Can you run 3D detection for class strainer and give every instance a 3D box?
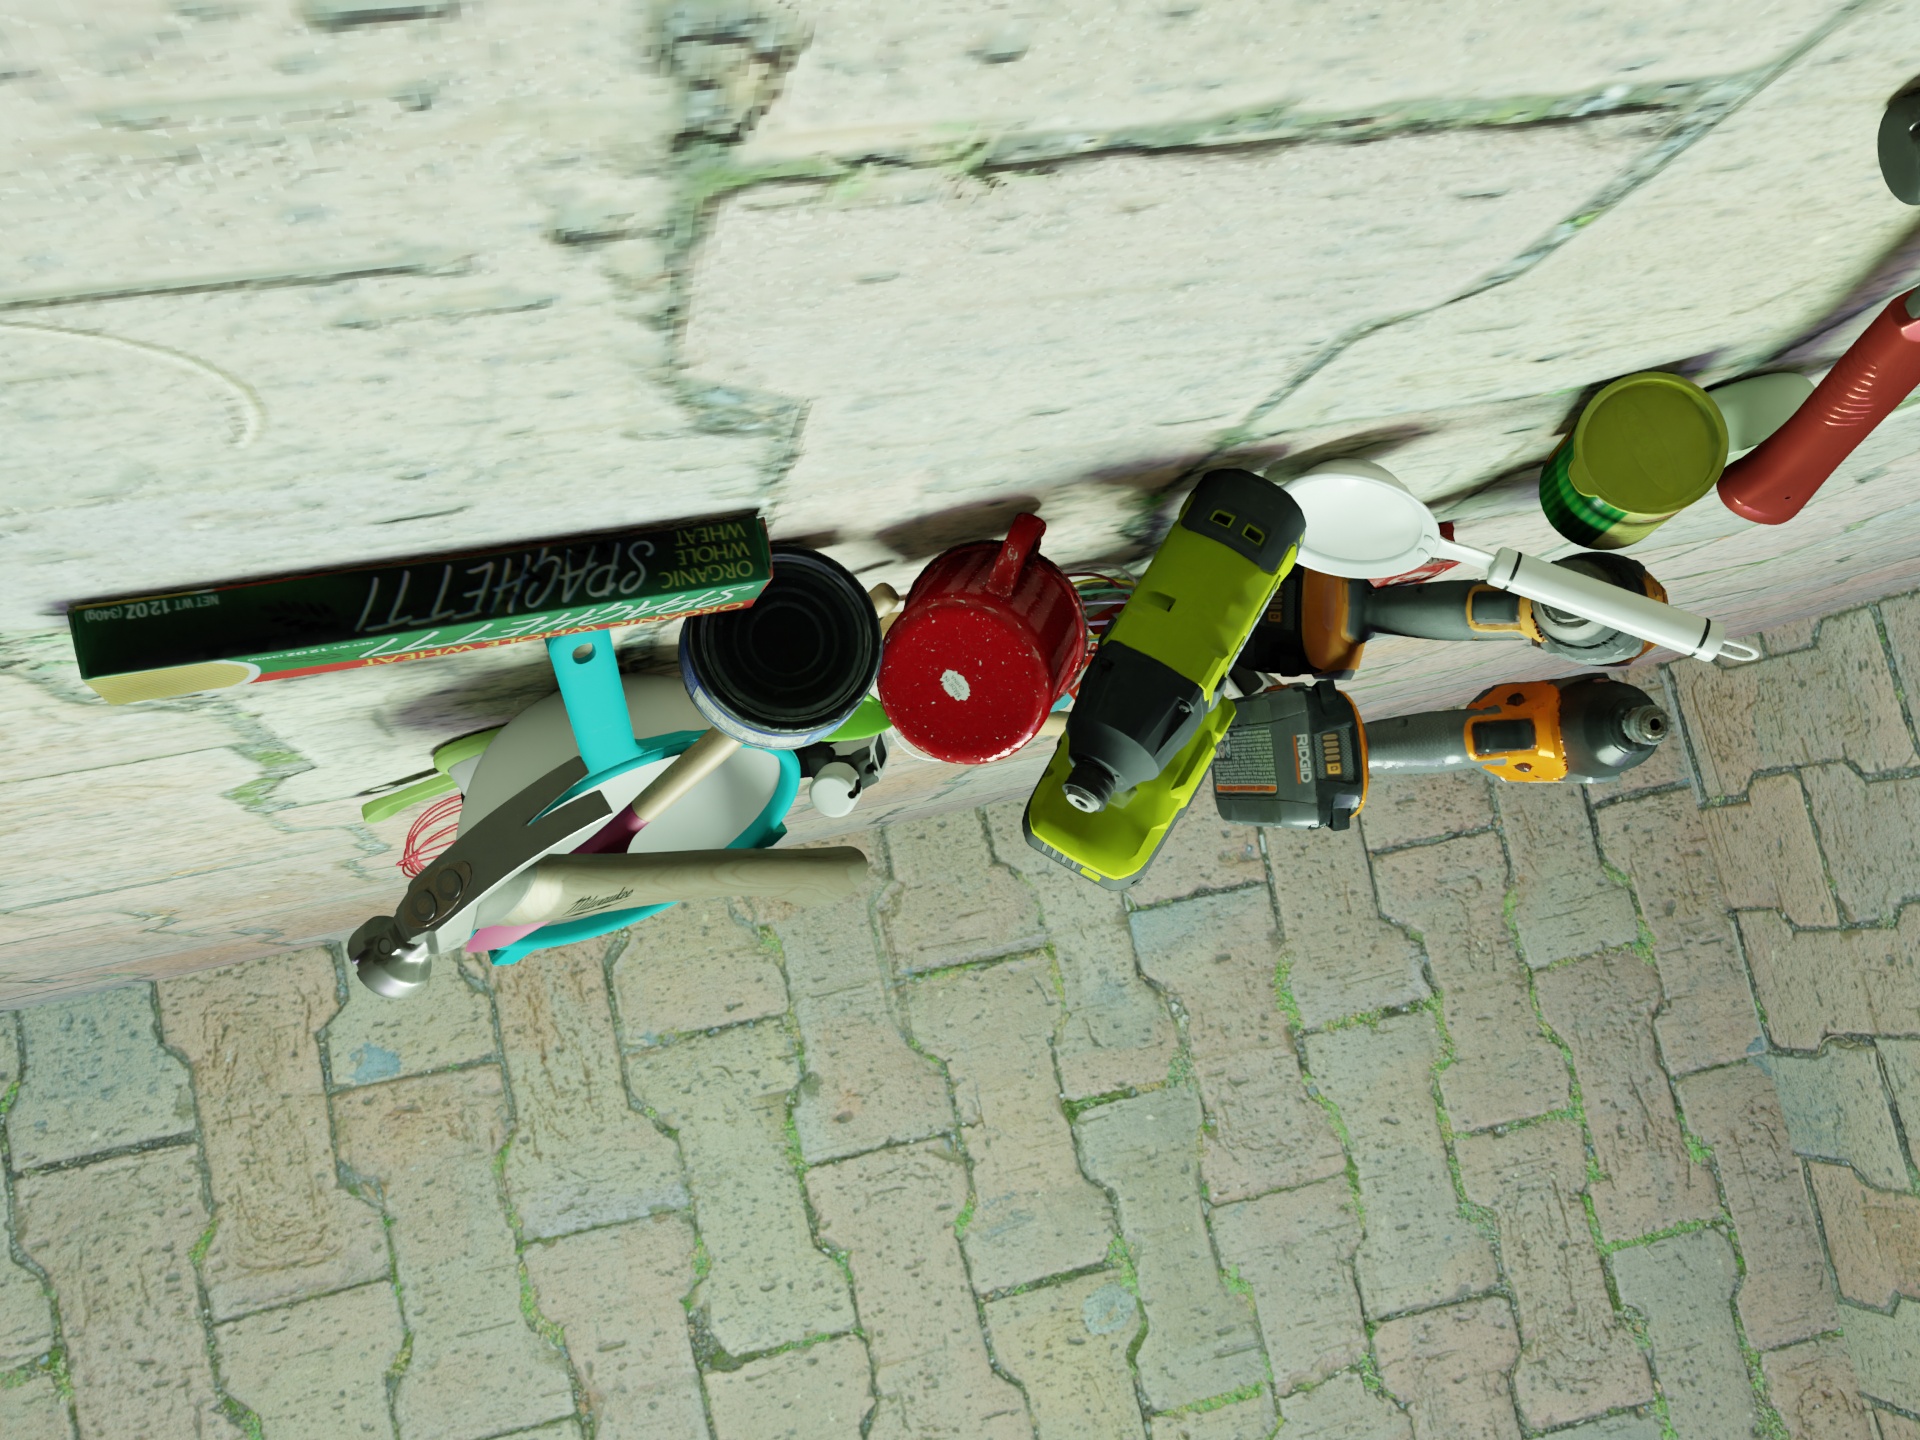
[{"bbox_3d":[0.250,-0.076,0.756,0.258,0.050,0.086,21,157,8],"label":"strainer"},{"bbox_3d":[-0.201,0.008,0.861,0.211,0.095,0.340,-24,156,-17],"label":"strainer"},{"bbox_3d":[-0.306,0.055,1.065,0.256,0.069,0.151,-18,172,28],"label":"strainer"}]

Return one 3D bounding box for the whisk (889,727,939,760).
[{"bbox_3d":[0.081,-0.036,1.123,0.284,0.070,0.070,-16,174,-13],"label":"whisk"}]

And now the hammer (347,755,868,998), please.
[{"bbox_3d":[-0.144,0.082,0.885,0.146,0.038,0.410,-38,164,15],"label":"hammer"}]

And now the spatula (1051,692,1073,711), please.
[{"bbox_3d":[-0.012,-0.038,0.969,0.317,0.044,0.082,3,126,-42],"label":"spatula"}]

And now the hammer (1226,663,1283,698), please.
[{"bbox_3d":[0.218,-0.018,1.128,0.031,0.130,0.331,-37,167,11],"label":"hammer"}]

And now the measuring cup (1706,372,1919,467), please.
[{"bbox_3d":[0.439,-0.163,0.796,0.167,0.038,0.083,-17,172,20],"label":"measuring cup"}]

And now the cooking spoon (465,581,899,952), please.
[{"bbox_3d":[-0.148,0.032,0.826,0.319,0.017,0.068,-39,163,20],"label":"cooking spoon"}]

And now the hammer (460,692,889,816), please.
[{"bbox_3d":[-0.209,0.039,1.137,0.335,0.035,0.146,-8,-158,18],"label":"hammer"}]

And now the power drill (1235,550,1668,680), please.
[{"bbox_3d":[0.269,-0.063,0.888,0.226,0.084,0.185,3,-178,28],"label":"power drill"}]

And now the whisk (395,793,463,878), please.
[{"bbox_3d":[-0.297,0.064,1.249,0.296,0.073,0.073,-18,175,-10],"label":"whisk"}]

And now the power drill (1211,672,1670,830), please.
[{"bbox_3d":[0.272,0.012,0.900,0.226,0.084,0.164,-5,179,-11],"label":"power drill"}]

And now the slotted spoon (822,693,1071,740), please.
[{"bbox_3d":[-0.002,-0.003,1.008,0.070,0.031,0.313,27,-165,36],"label":"slotted spoon"}]

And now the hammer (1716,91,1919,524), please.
[{"bbox_3d":[0.373,-0.150,0.606,0.149,0.037,0.359,-13,167,8],"label":"hammer"}]

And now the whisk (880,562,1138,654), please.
[{"bbox_3d":[-0.004,-0.053,0.873,0.245,0.047,0.051,-7,160,-15],"label":"whisk"}]

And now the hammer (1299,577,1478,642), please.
[{"bbox_3d":[0.290,-0.062,1.220,0.144,0.035,0.405,-12,179,5],"label":"hammer"}]

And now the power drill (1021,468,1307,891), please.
[{"bbox_3d":[0.091,-0.003,0.787,0.080,0.171,0.223,29,160,9],"label":"power drill"}]
